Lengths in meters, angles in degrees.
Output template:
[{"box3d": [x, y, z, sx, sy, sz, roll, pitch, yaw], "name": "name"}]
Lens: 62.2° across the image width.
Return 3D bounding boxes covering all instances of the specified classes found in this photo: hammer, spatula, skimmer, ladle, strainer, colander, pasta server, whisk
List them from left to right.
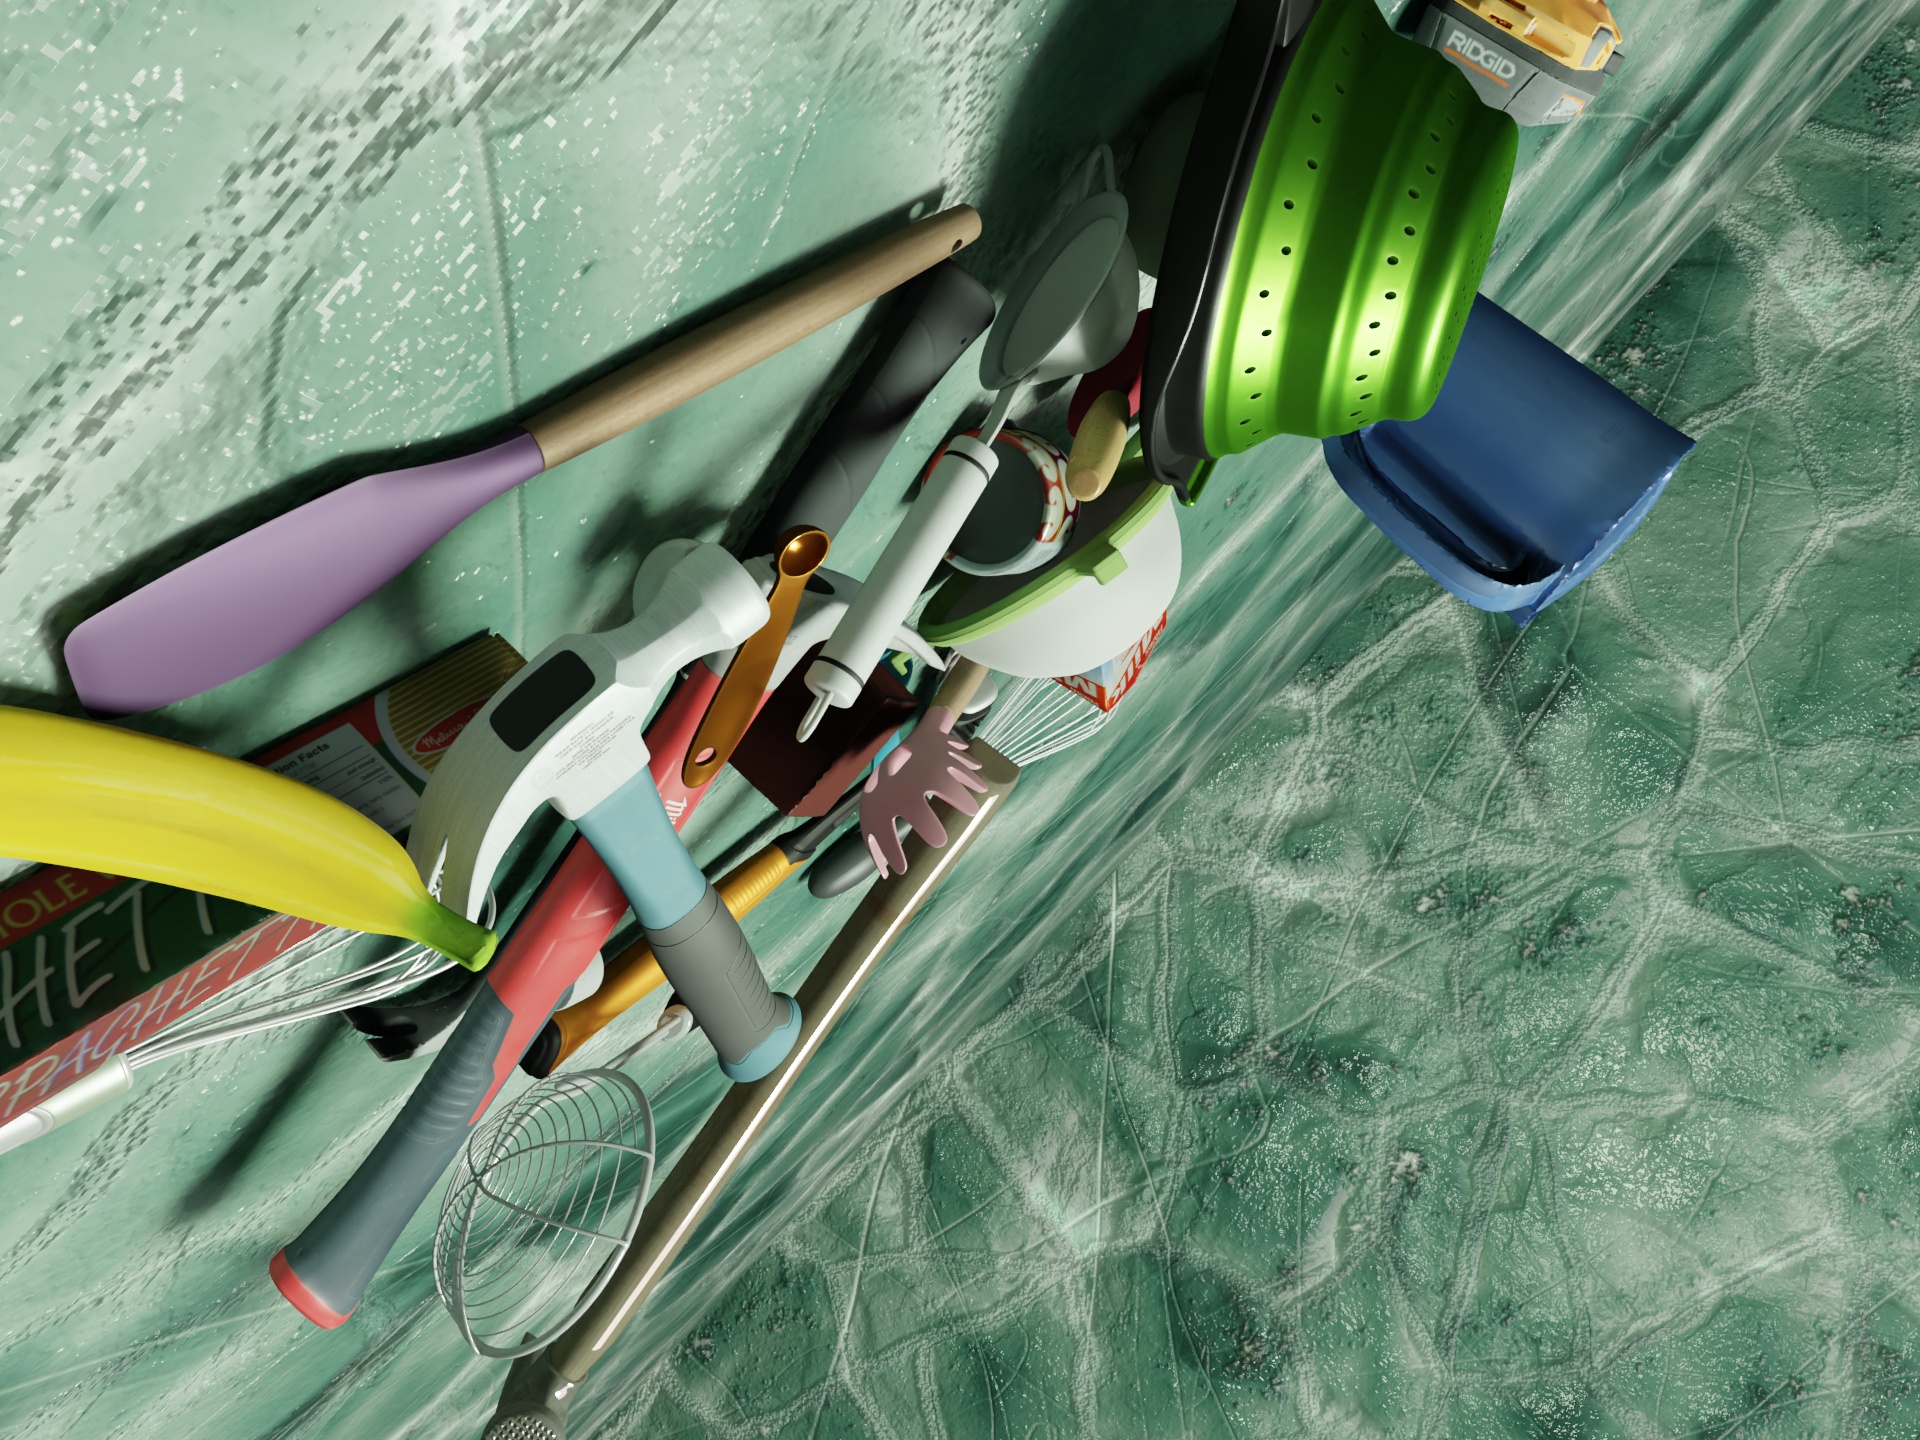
[{"box3d": [-0.254, 0.100, 0.492, 0.246, 0.059, 0.057, -29, 147, -40], "name": "whisk"}, {"box3d": [-0.156, 0.099, 0.633, 0.386, 0.038, 0.143, -54, 149, 17], "name": "hammer"}, {"box3d": [-0.105, -0.088, 0.464, 0.316, 0.018, 0.059, -38, 167, -31], "name": "spatula"}, {"box3d": [-0.154, 0.198, 0.823, 0.127, 0.090, 0.363, -40, 177, 13], "name": "skimmer"}, {"box3d": [-0.113, -0.010, 0.637, 0.409, 0.036, 0.149, -53, 165, 22], "name": "hammer"}, {"box3d": [-0.101, 0.069, 0.578, 0.128, 0.033, 0.330, -39, 156, -16], "name": "hammer"}, {"box3d": [-0.115, 0.088, 0.911, 0.337, 0.034, 0.127, -38, 169, -28], "name": "hammer"}, {"box3d": [-0.101, 0.183, 0.808, 0.411, 0.038, 0.146, -54, -174, -7], "name": "hammer"}, {"box3d": [-0.001, -0.003, 0.822, 0.060, 0.040, 0.316, -36, -172, 18], "name": "pasta server"}, {"box3d": [0.008, 0.035, 1.109, 0.284, 0.070, 0.070, -37, 164, -19], "name": "whisk"}, {"box3d": [0.008, -0.099, 0.576, 0.258, 0.050, 0.087, -60, -158, -17], "name": "strainer"}, {"box3d": [0.058, -0.121, 0.625, 0.069, 0.031, 0.315, -53, -175, 20], "name": "ladle"}, {"box3d": [0.080, -0.092, 0.834, 0.151, 0.069, 0.256, -22, -161, 41], "name": "strainer"}, {"box3d": [0.138, -0.218, 0.517, 0.396, 0.094, 0.205, 83, 31, -58], "name": "colander"}]

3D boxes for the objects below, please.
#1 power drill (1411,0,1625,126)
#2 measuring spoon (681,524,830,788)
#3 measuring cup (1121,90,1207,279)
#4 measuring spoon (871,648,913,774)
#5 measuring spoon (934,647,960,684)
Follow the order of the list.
[{"box3d": [0.323, -0.405, 0.753, 0.185, 0.084, 0.226, -32, 156, -52], "name": "power drill"}, {"box3d": [-0.073, -0.020, 0.534, 0.021, 0.011, 0.116, -9, 140, -44], "name": "measuring spoon"}, {"box3d": [0.107, -0.255, 0.628, 0.083, 0.038, 0.167, -23, 137, -64], "name": "measuring cup"}, {"box3d": [-0.047, 0.006, 0.860, 0.042, 0.021, 0.128, -37, 148, -30], "name": "measuring spoon"}, {"box3d": [-0.007, -0.047, 0.916, 0.034, 0.018, 0.124, -51, 176, -19], "name": "measuring spoon"}]
